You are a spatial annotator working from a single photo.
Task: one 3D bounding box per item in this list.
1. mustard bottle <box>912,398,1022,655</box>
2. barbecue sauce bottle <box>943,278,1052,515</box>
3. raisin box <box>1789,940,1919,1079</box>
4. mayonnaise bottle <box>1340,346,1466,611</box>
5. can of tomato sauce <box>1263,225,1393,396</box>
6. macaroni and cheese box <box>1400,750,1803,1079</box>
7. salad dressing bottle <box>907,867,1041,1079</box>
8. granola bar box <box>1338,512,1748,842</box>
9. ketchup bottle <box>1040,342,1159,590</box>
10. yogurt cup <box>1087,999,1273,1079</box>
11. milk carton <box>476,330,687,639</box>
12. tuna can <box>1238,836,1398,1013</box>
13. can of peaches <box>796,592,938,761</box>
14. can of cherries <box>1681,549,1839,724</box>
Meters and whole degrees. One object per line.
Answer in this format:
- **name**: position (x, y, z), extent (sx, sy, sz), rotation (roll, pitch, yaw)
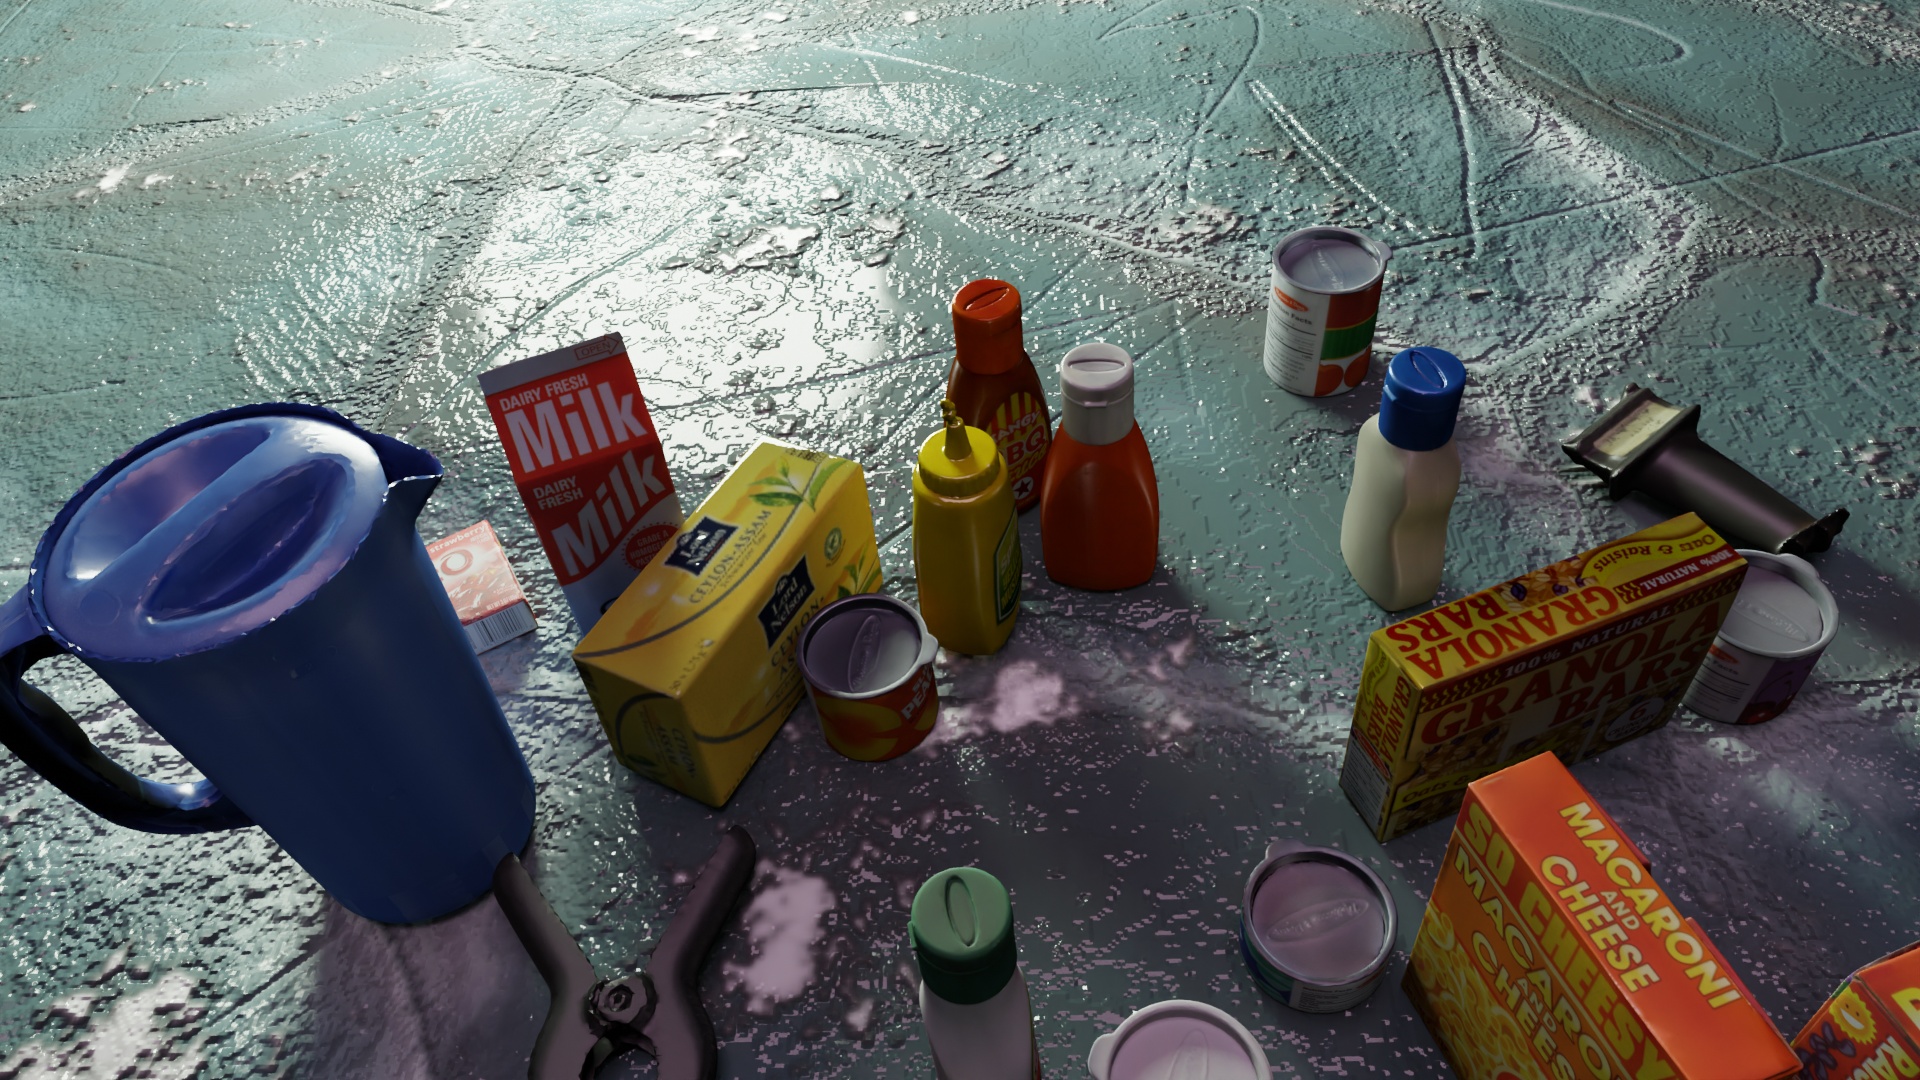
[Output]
- **mustard bottle**: position (0.003, -0.009, 0.706), extent (0.049, 0.159, 0.066), rotation (10, 50, 15)
- **barbecue sauce bottle**: position (0.019, -0.076, 0.774), extent (0.065, 0.147, 0.044), rotation (-30, 51, -19)
- **raisin box**: position (0.355, 0.188, 0.513), extent (0.086, 0.122, 0.040), rotation (-17, 48, -9)
- **mayonnaise bottle**: position (0.228, -0.032, 0.710), extent (0.041, 0.147, 0.065), rotation (-16, 48, -8)
- **can of tomato sauce**: position (0.224, -0.140, 0.854), extent (0.071, 0.082, 0.071), rotation (-3, 48, 4)
- **macaroni and cheese box**: position (0.223, 0.174, 0.511), extent (0.040, 0.165, 0.124), rotation (-18, 48, -10)
- **salad dressing bottle**: position (0.006, 0.180, 0.542), extent (0.044, 0.146, 0.064), rotation (-12, 48, -5)
- **granola bar box**: position (0.262, 0.065, 0.635), extent (0.166, 0.123, 0.039), rotation (-19, 49, -11)
- **ketchup bottle**: position (0.073, -0.036, 0.730), extent (0.065, 0.148, 0.044), rotation (1, 48, 7)
- **yogurt cup**: position (0.089, 0.226, 0.554), extent (0.072, 0.053, 0.073), rotation (-3, 48, 4)
- **milk carton**: position (-0.186, -0.025, 0.721), extent (0.072, 0.189, 0.074), rotation (-21, 49, -12)
- **tuna can**: position (0.155, 0.169, 0.613), extent (0.071, 0.032, 0.071), rotation (-3, 48, 3)
- **can of peaches**: position (-0.044, 0.070, 0.708), extent (0.071, 0.057, 0.071), rotation (-3, 48, 4)
- **can of cherries**: position (0.386, 0.047, 0.682), extent (0.071, 0.058, 0.072), rotation (-3, 48, 4)
